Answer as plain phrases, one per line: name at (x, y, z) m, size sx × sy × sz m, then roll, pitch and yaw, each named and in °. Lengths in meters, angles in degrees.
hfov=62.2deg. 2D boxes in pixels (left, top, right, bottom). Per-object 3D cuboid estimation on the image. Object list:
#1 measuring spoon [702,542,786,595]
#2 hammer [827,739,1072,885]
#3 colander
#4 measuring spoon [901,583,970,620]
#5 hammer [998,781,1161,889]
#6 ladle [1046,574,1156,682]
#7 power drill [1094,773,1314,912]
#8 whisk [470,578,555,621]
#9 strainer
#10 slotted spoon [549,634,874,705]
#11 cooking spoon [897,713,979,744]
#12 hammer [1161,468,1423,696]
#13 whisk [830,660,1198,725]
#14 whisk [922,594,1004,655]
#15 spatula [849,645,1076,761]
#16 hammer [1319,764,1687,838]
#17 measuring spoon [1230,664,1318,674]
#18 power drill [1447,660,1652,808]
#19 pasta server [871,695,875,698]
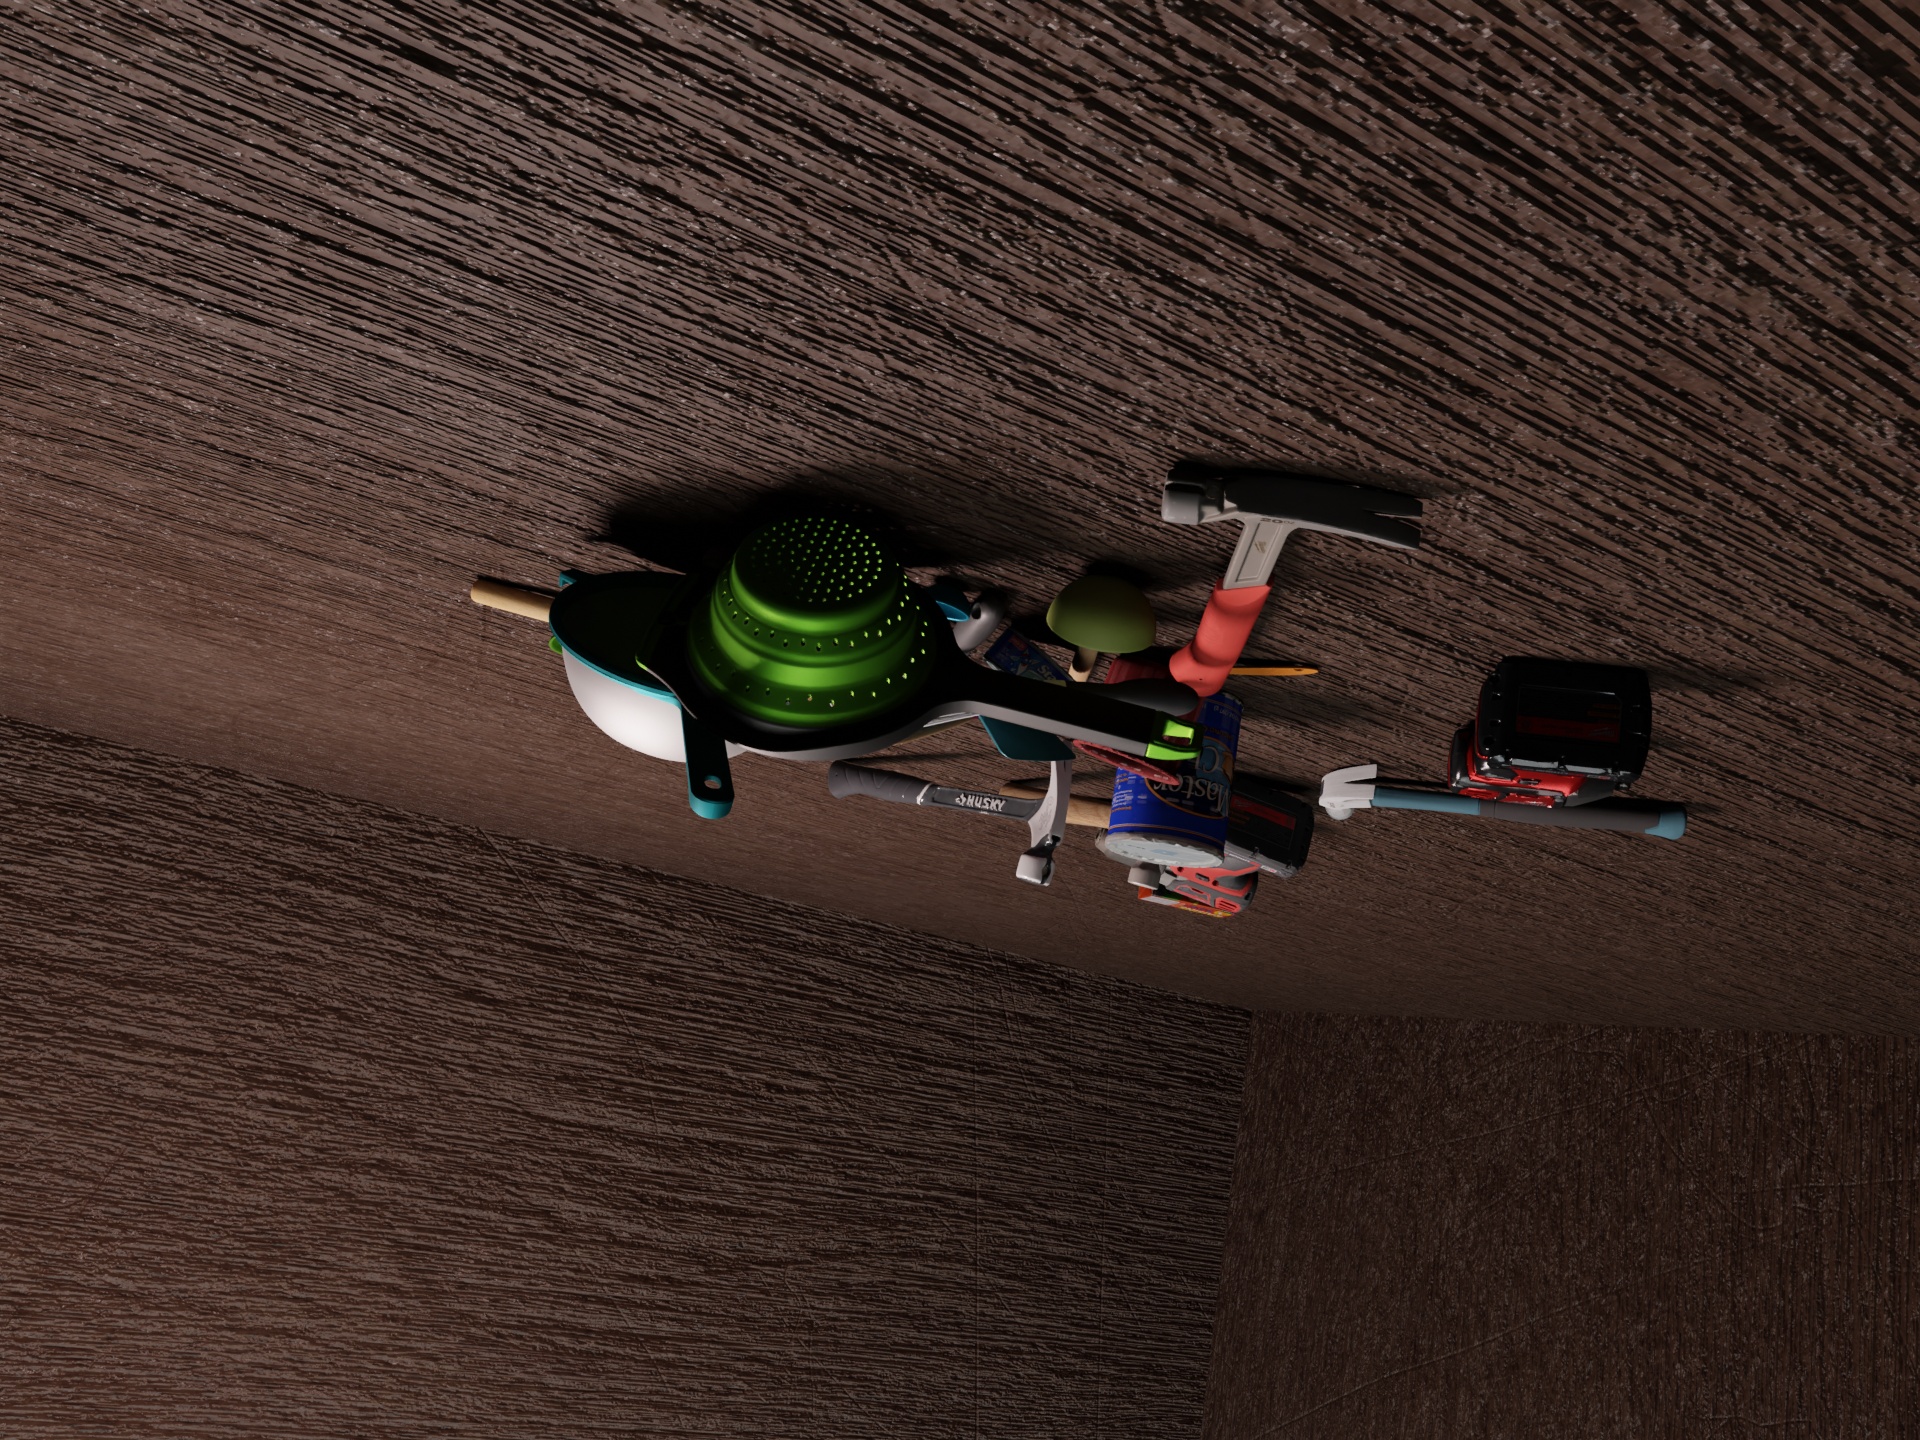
measuring spoon at (-0.161, -0.117, 1.239) m, size 0.034 × 0.018 × 0.124 m, roll 2°, pitch 171°, yaw 21°
hammer at (-0.023, 0.076, 1.731) m, size 0.036 × 0.149 × 0.409 m, roll 21°, pitch 171°, yaw -37°
colander at (-0.022, -0.056, 1.087) m, size 0.397 × 0.205 × 0.094 m, roll 14°, pitch 135°, yaw 6°
measuring spoon at (-0.035, -0.094, 1.238) m, size 0.042 × 0.021 × 0.129 m, roll 25°, pitch 169°, yaw -33°
hammer at (0.129, 0.094, 1.704) m, size 0.031 × 0.130 × 0.331 m, roll 17°, pitch 175°, yaw -26°
ladle at (0.099, -0.048, 1.240) m, size 0.078 × 0.062 × 0.320 m, roll 9°, pitch 169°, yaw 1°
power drill at (0.258, 0.132, 1.708) m, size 0.188 × 0.080 × 0.226 m, roll 21°, pitch 156°, yaw -5°
whisk at (-0.314, -0.081, 1.422) m, size 0.245 × 0.051 × 0.047 m, roll 15°, pitch 171°, yaw -9°
strainer at (-0.200, 0.002, 1.165) m, size 0.211 × 0.095 × 0.341 m, roll 8°, pitch -152°, yaw -18°
slotted spoon at (-0.225, -0.048, 1.488) m, size 0.313 × 0.031 × 0.070 m, roll 13°, pitch 157°, yaw -6°
cooking spoon at (-0.002, -0.004, 1.341) m, size 0.069 × 0.017 × 0.319 m, roll -1°, pitch -174°, yaw 18°
hammer at (0.197, -0.080, 1.081) m, size 0.149 × 0.037 × 0.359 m, roll 9°, pitch 166°, yaw 4°
whisk at (0.037, -0.020, 1.175) m, size 0.284 × 0.070 × 0.070 m, roll 2°, pitch 167°, yaw -7°
whisk at (-0.005, -0.055, 1.302) m, size 0.055 × 0.055 × 0.239 m, roll 13°, pitch 162°, yaw -11°
spatula at (-0.042, -0.027, 1.297) m, size 0.318 × 0.044 × 0.082 m, roll 18°, pitch -168°, yaw 43°
hammer at (0.509, 0.082, 1.514) m, size 0.331 × 0.033 × 0.128 m, roll 4°, pitch 166°, yaw 20°
measuring spoon at (0.225, -0.044, 1.265) m, size 0.117 × 0.011 × 0.021 m, roll 2°, pitch 167°, yaw 17°
power drill at (0.460, 0.022, 1.232) m, size 0.143 × 0.078 × 0.219 m, roll 7°, pitch 168°, yaw 13°
pasta server at (-0.179, -0.038, 1.537) m, size 0.316 × 0.040 × 0.060 m, roll 3°, pitch 165°, yaw 11°
